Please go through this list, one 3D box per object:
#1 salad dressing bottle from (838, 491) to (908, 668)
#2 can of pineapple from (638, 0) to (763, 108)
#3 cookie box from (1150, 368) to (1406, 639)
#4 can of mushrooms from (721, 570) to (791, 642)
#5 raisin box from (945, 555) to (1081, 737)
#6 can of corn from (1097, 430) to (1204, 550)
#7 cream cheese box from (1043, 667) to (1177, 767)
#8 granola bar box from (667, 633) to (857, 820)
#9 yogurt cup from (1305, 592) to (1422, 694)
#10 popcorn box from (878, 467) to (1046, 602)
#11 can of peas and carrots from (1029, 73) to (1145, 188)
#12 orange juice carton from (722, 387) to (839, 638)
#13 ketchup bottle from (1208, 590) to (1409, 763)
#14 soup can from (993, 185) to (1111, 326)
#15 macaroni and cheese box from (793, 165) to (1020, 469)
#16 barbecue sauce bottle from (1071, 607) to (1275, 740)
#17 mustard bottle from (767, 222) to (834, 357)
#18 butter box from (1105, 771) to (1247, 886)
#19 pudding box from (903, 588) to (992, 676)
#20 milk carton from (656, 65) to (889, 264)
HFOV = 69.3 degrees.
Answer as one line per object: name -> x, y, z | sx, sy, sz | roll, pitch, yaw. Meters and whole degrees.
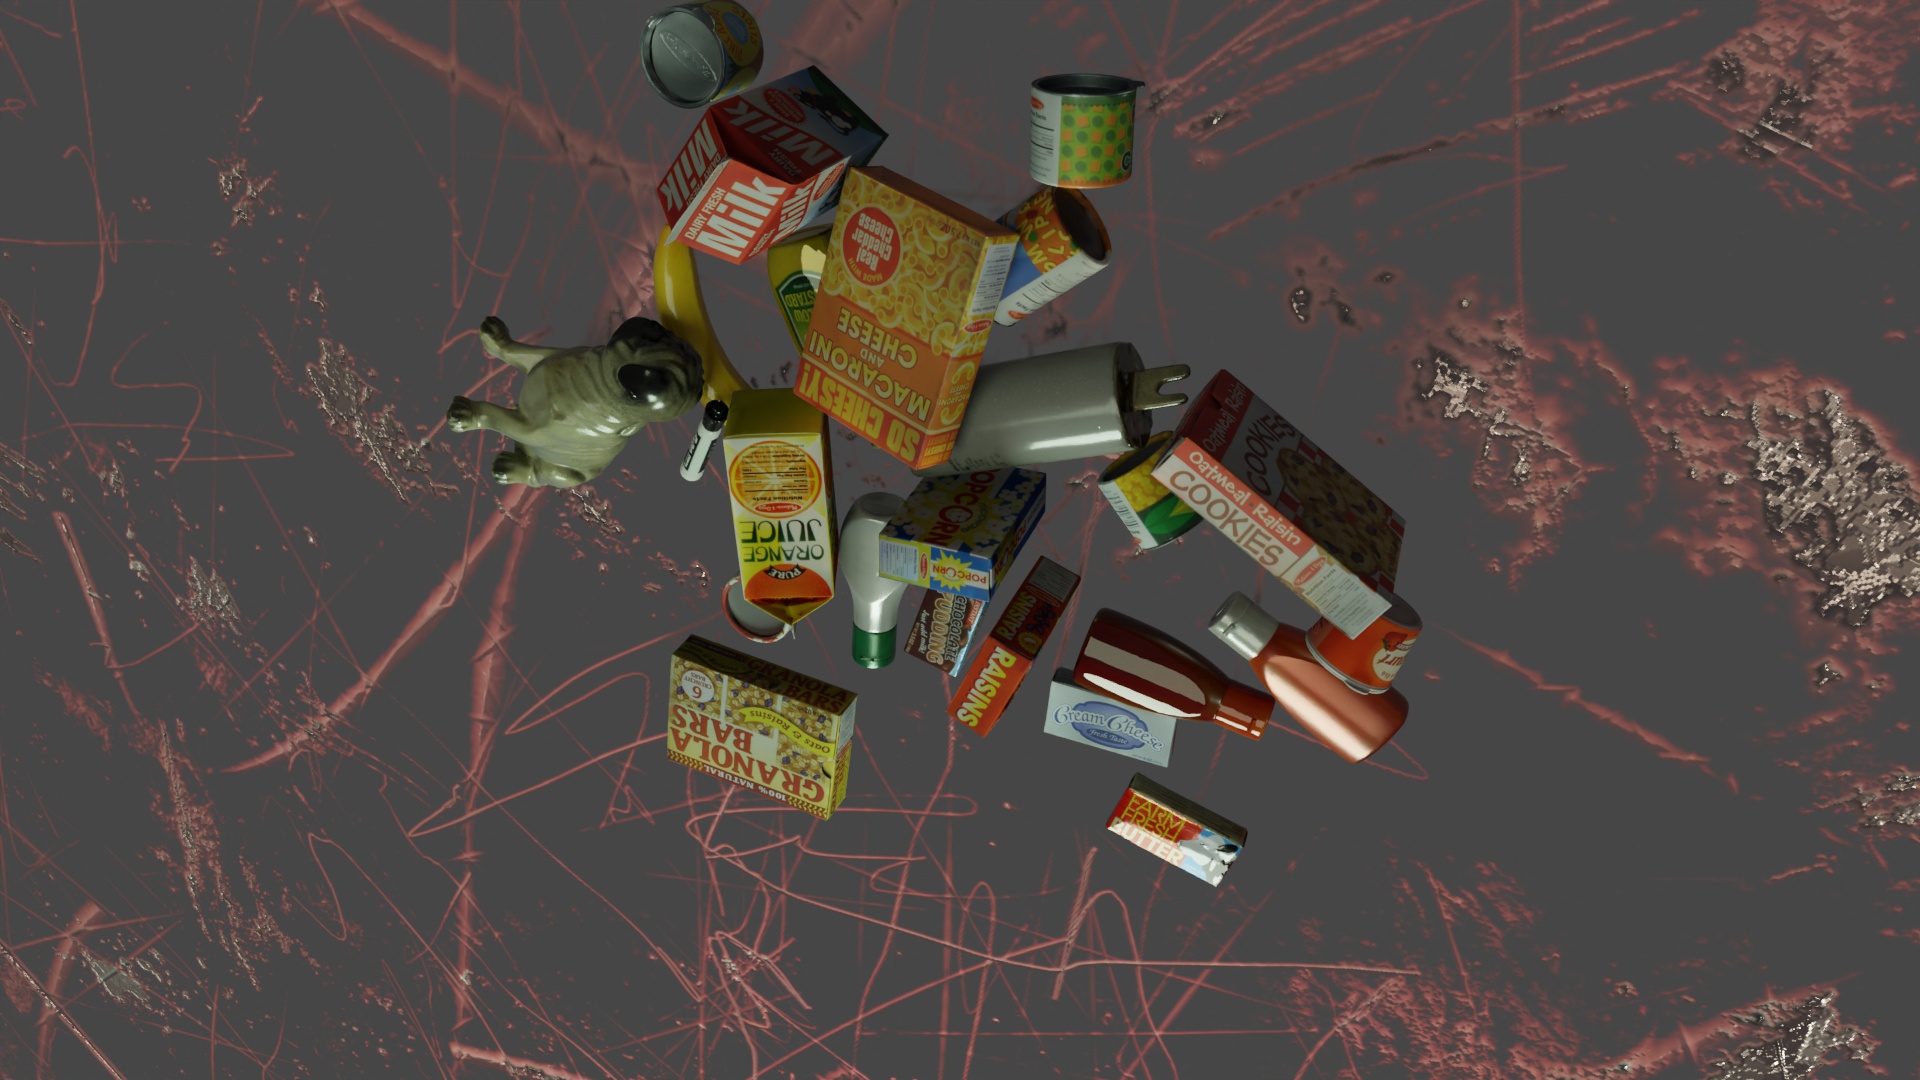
salad dressing bottle -> -0.067, 0.034, 1.114 | 0.064, 0.044, 0.146 | 12, 122, 10
can of pineapple -> -0.175, -0.335, 0.949 | 0.071, 0.058, 0.070 | 10, 121, 18
cookie box -> 0.213, -0.029, 0.910 | 0.167, 0.123, 0.040 | 40, 124, -1
can of mushrooms -> -0.168, 0.051, 1.172 | 0.071, 0.034, 0.070 | 10, 121, 17
raisin box -> 0.041, 0.078, 1.042 | 0.040, 0.124, 0.085 | 32, 124, 5
can of corn -> 0.140, -0.037, 0.973 | 0.071, 0.071, 0.058 | -29, 102, 33
cream cheese box -> 0.120, 0.139, 1.102 | 0.104, 0.024, 0.053 | 14, 120, 16
granola bar box -> -0.179, 0.167, 1.236 | 0.166, 0.039, 0.123 | 18, 123, 14
yogurt cup -> 0.284, 0.065, 0.968 | 0.072, 0.073, 0.053 | 31, 117, 5
popcorn box -> 0.004, -0.013, 1.006 | 0.085, 0.127, 0.038 | 13, 125, 17
can of peas and carrots -> 0.079, -0.259, 0.878 | 0.071, 0.071, 0.058 | 11, 121, 18
orange juice carton -> -0.134, -0.018, 1.076 | 0.073, 0.072, 0.191 | -2, 126, -1
ketchup bottle -> 0.249, 0.096, 1.011 | 0.149, 0.044, 0.064 | 38, 124, 0
soup can -> 0.048, -0.194, 0.927 | 0.083, 0.072, 0.071 | -28, 103, 32
macaroni and cheese box -> -0.039, -0.149, 0.931 | 0.124, 0.040, 0.165 | 33, 120, 27
barbecue sauce bottle -> 0.163, 0.106, 1.054 | 0.148, 0.044, 0.064 | 23, 116, 10
mustard bottle -> -0.090, -0.149, 1.019 | 0.065, 0.049, 0.159 | -8, 113, 25
butter box -> 0.175, 0.235, 1.131 | 0.103, 0.024, 0.052 | 27, 123, 7
pudding box -> -0.008, 0.063, 1.112 | 0.050, 0.030, 0.083 | 26, 124, 7
milk carton -> -0.127, -0.241, 0.898 | 0.073, 0.191, 0.072 | 42, 125, -3
